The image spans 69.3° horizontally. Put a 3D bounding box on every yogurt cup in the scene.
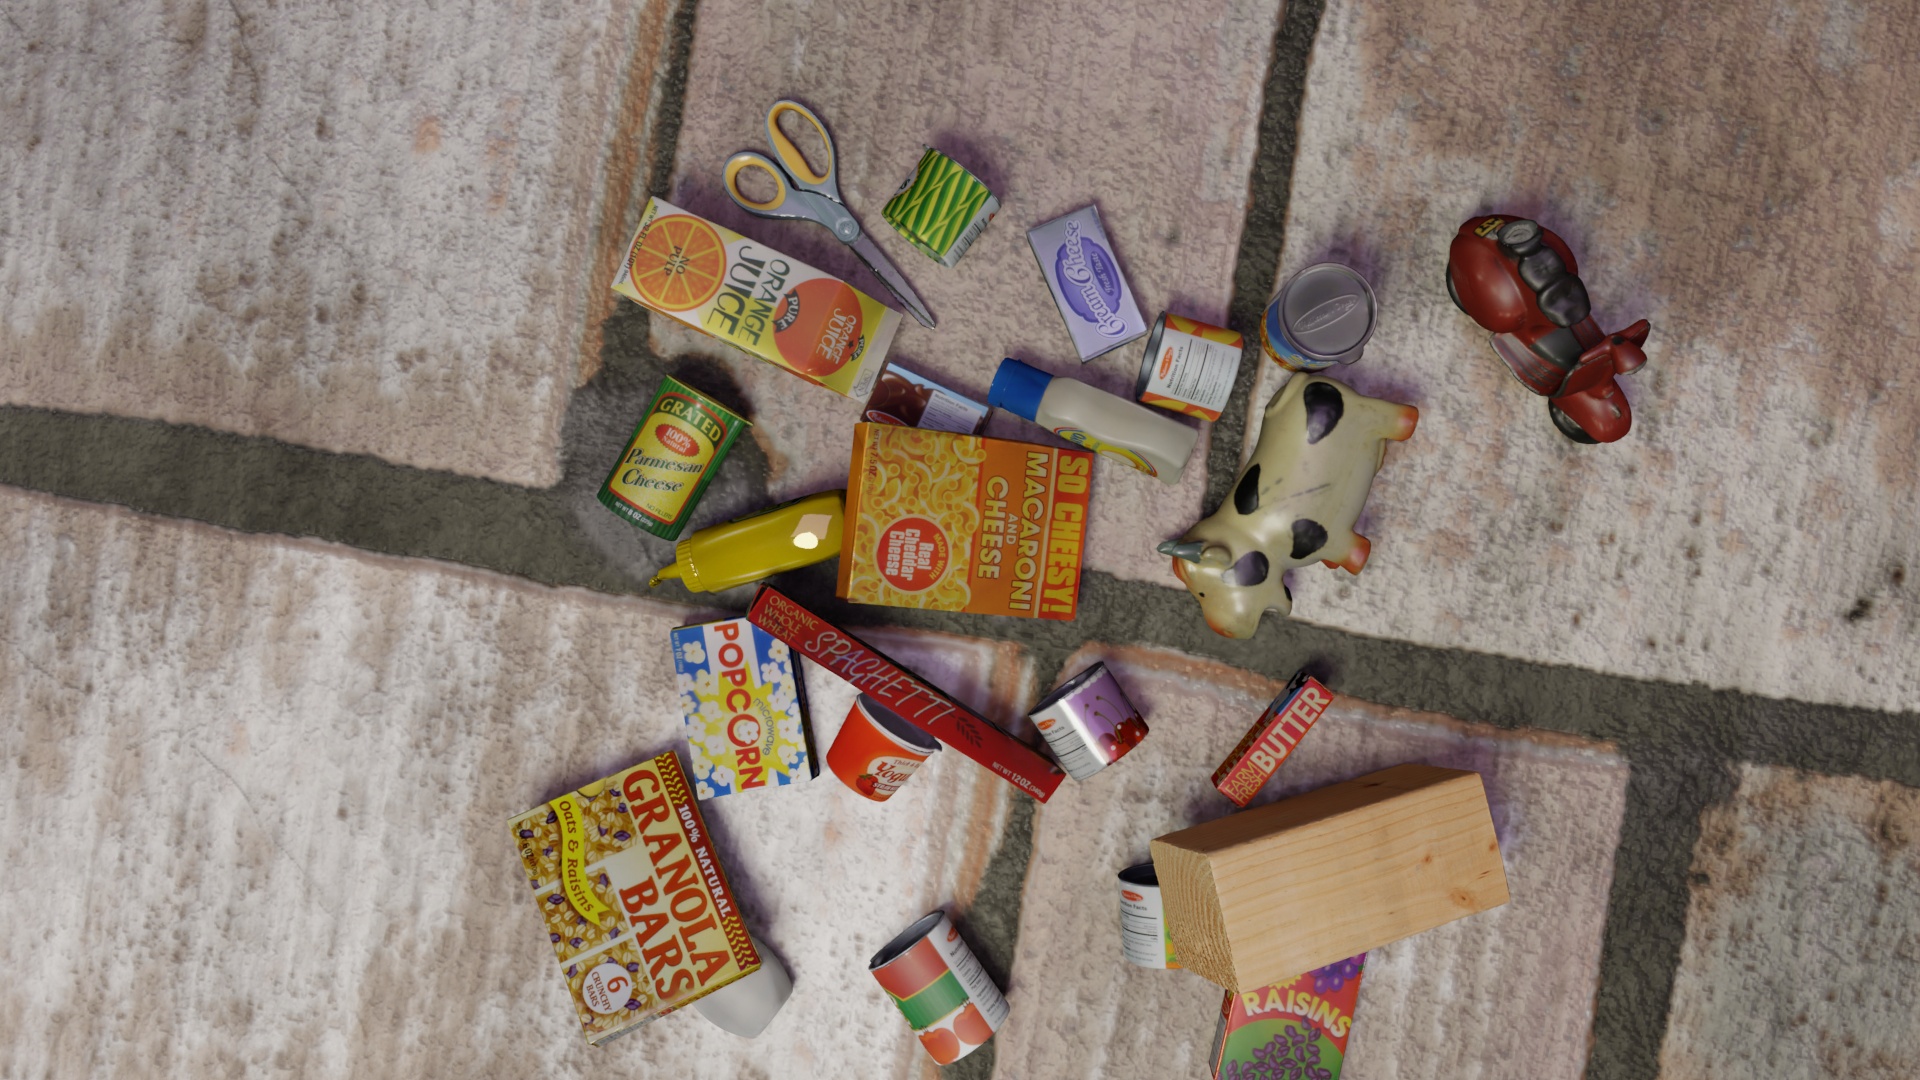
[{"bbox_3d":[-0.059,0.148,0.988,0.072,0.072,0.054,36,100,3],"label":"yogurt cup"}]

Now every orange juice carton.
[{"bbox_3d":[-0.141,-0.168,0.992,0.193,0.073,0.072,24,91,3],"label":"orange juice carton"}]

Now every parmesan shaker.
[{"bbox_3d":[-0.205,-0.057,0.998,0.071,0.071,0.103,30,91,3],"label":"parmesan shaker"}]

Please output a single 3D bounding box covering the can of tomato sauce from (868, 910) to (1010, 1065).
[{"bbox_3d":[-0.016,0.317,0.982,0.071,0.071,0.083,-36,88,2],"label":"can of tomato sauce"}]

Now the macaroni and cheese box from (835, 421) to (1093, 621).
[{"bbox_3d":[0.003,-0.012,0.969,0.167,0.040,0.123,6,91,-19],"label":"macaroni and cheese box"}]

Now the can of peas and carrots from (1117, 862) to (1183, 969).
[{"bbox_3d":[0.147,0.262,0.974,0.071,0.071,0.058,-4,90,3],"label":"can of peas and carrots"}]

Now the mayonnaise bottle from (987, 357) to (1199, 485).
[{"bbox_3d":[0.093,-0.086,0.985,0.148,0.064,0.041,23,81,7],"label":"mayonnaise bottle"}]

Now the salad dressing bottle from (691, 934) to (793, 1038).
[{"bbox_3d":[-0.190,0.295,1.004,0.148,0.044,0.064,39,94,5],"label":"salad dressing bottle"}]

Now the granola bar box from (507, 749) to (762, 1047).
[{"bbox_3d":[-0.227,0.247,0.970,0.124,0.039,0.166,-22,72,-16],"label":"granola bar box"}]

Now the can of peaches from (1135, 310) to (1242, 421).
[{"bbox_3d":[0.160,-0.123,0.978,0.058,0.071,0.071,15,90,-1],"label":"can of peaches"}]

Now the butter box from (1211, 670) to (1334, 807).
[{"bbox_3d":[0.219,0.139,0.977,0.024,0.053,0.103,39,91,5],"label":"butter box"}]

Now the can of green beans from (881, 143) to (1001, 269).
[{"bbox_3d":[-0.014,-0.236,0.989,0.071,0.071,0.058,38,92,3],"label":"can of green beans"}]

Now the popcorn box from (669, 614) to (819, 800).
[{"bbox_3d":[-0.156,0.117,1.006,0.085,0.038,0.126,-10,89,1],"label":"popcorn box"}]

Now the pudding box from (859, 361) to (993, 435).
[{"bbox_3d":[-0.024,-0.091,1.006,0.084,0.030,0.049,25,92,3],"label":"pudding box"}]

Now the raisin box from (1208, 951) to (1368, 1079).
[{"bbox_3d":[0.231,0.326,0.981,0.086,0.040,0.123,13,89,4],"label":"raisin box"}]

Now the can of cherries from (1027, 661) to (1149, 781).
[{"bbox_3d":[0.093,0.126,0.979,0.071,0.071,0.058,-35,88,2],"label":"can of cherries"}]

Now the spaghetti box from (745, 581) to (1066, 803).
[{"bbox_3d":[-0.040,0.105,0.973,0.250,0.050,0.028,33,87,-7],"label":"spaghetti box"}]

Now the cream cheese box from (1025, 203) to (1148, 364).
[{"bbox_3d":[0.091,-0.185,1.003,0.053,0.024,0.104,-23,88,3],"label":"cream cheese box"}]

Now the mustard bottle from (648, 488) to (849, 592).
[{"bbox_3d":[-0.151,0.005,0.995,0.160,0.065,0.048,-17,93,6],"label":"mustard bottle"}]

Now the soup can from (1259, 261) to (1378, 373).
[{"bbox_3d":[0.248,-0.150,0.964,0.071,0.084,0.071,0,90,4],"label":"soup can"}]
